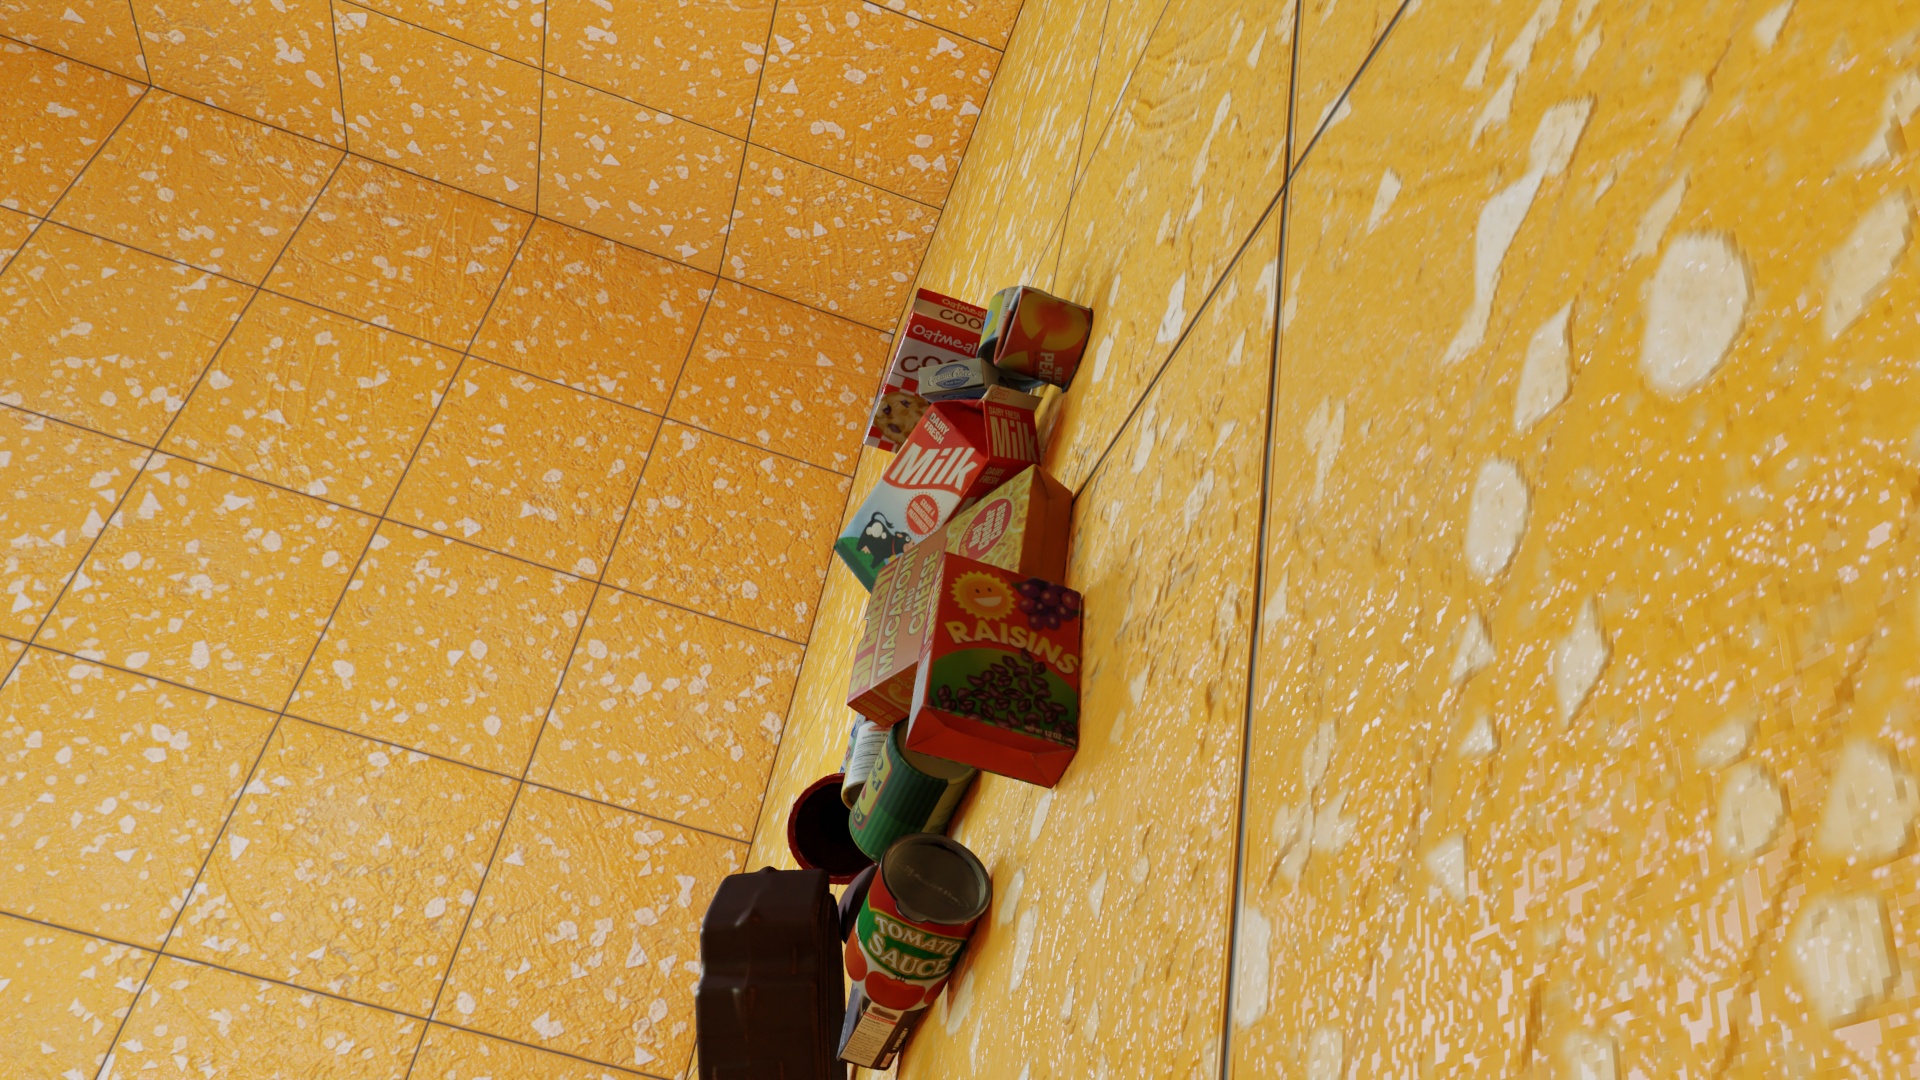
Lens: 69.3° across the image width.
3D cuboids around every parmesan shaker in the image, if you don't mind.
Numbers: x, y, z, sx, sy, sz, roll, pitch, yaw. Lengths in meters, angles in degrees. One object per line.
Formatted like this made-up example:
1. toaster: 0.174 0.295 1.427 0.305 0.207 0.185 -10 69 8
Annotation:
1. parmesan shaker: -0.031 0.171 0.970 0.072 0.071 0.102 -82 13 -50

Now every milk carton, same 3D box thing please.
1. milk carton: -0.009 -0.040 1.071 0.072 0.073 0.190 5 -53 -54

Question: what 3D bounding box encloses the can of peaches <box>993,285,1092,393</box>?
1. can of peaches: 0.062 -0.155 1.068 0.071 0.058 0.071 -159 87 -82

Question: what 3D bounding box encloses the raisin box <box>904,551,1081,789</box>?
1. raisin box: 0.020 0.069 0.768 0.124 0.086 0.039 -82 11 -50

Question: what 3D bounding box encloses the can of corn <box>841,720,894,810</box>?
1. can of corn: -0.058 0.188 1.123 0.070 0.071 0.058 116 168 -48

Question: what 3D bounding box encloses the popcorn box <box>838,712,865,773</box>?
1. popcorn box: -0.090 0.217 1.367 0.126 0.038 0.085 163 124 -80

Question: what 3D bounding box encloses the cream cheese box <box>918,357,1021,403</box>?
1. cream cheese box: 0.009 -0.117 1.088 0.104 0.053 0.024 20 -115 -70

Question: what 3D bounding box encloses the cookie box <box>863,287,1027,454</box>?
1. cookie box: -0.006 -0.140 1.264 0.166 0.123 0.040 115 168 -44

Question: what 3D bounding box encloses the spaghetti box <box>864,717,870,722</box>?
1. spaghetti box: -0.055 0.079 1.372 0.251 0.029 0.049 -76 -4 -47

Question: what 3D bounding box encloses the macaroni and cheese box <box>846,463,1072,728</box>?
1. macaroni and cheese box: -0.002 0.038 0.922 0.166 0.040 0.124 -33 32 37

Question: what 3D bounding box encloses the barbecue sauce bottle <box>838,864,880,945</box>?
1. barbecue sauce bottle: -0.071 0.287 1.067 0.148 0.044 0.065 126 154 -68

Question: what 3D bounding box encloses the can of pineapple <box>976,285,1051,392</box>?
1. can of pineapple: 0.050 -0.167 1.149 0.070 0.071 0.058 120 166 -57

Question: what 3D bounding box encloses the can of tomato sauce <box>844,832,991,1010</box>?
1. can of tomato sauce: -0.027 0.226 0.815 0.071 0.071 0.082 -85 14 -57
